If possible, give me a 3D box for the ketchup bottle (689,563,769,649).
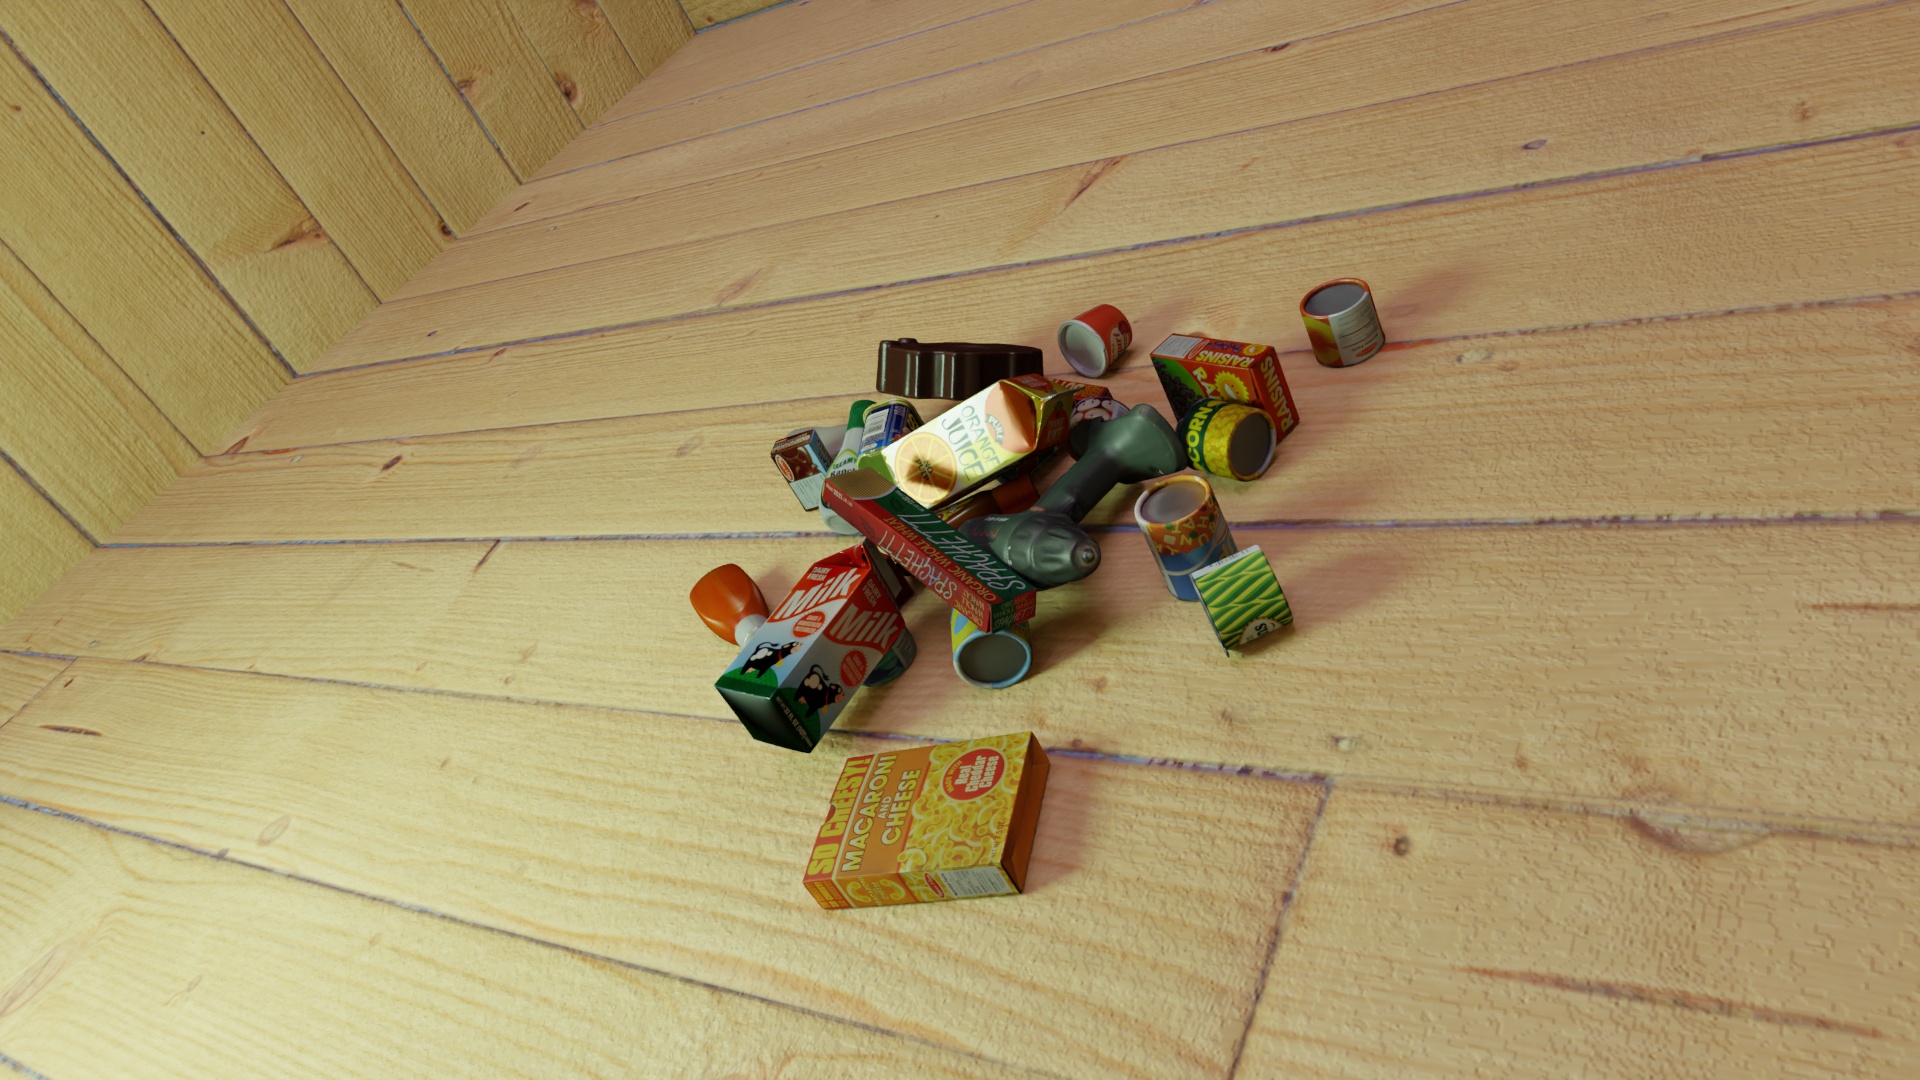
[{"bbox_3d":[-0.217,0.074,1.370,0.065,0.043,0.149,-37,34,-10],"label":"ketchup bottle"}]

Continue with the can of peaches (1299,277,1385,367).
[{"bbox_3d":[0.355,-0.205,1.301,0.071,0.058,0.071,-20,35,14],"label":"can of peaches"}]

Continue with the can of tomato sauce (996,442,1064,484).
[{"bbox_3d":[0.062,-0.105,1.376,0.083,0.071,0.071,-42,35,-19],"label":"can of tomato sauce"}]

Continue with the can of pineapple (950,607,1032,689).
[{"bbox_3d":[0.027,0.080,1.155,0.071,0.070,0.058,-22,34,12],"label":"can of pineapple"}]

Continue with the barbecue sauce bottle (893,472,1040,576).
[{"bbox_3d":[0.005,-0.017,1.322,0.148,0.043,0.065,-26,13,5],"label":"barbecue sauce bottle"}]

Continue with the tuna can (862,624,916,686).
[{"bbox_3d":[-0.077,0.098,1.242,0.071,0.032,0.071,-20,34,14],"label":"tuna can"}]

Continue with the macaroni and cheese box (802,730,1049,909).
[{"bbox_3d":[-0.025,0.210,1.044,0.166,0.040,0.124,-12,36,25],"label":"macaroni and cheese box"}]

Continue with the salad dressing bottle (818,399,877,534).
[{"bbox_3d":[-0.110,-0.079,1.459,0.064,0.044,0.148,-9,55,26],"label":"salad dressing bottle"}]

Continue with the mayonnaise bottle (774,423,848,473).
[{"bbox_3d":[-0.136,-0.102,1.551,0.148,0.041,0.065,-3,43,33],"label":"mayonnaise bottle"}]

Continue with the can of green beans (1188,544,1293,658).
[{"bbox_3d":[0.215,0.044,1.063,0.058,0.071,0.071,-24,33,7],"label":"can of green beans"}]

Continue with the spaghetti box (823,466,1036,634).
[{"bbox_3d":[-0.031,0.003,1.183,0.050,0.028,0.250,-18,37,-32],"label":"spaghetti box"}]

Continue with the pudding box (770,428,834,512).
[{"bbox_3d":[-0.162,-0.075,1.492,0.049,0.083,0.030,-17,34,20],"label":"pudding box"}]

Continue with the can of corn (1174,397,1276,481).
[{"bbox_3d":[0.234,-0.089,1.225,0.071,0.071,0.058,-44,36,-21],"label":"can of corn"}]

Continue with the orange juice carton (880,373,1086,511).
[{"bbox_3d":[0.027,-0.097,1.290,0.192,0.073,0.072,-28,-4,31],"label":"orange juice carton"}]

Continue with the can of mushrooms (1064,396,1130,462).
[{"bbox_3d":[0.131,-0.101,1.322,0.071,0.070,0.034,-10,39,28],"label":"can of mushrooms"}]

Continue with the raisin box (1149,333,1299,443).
[{"bbox_3d":[0.241,-0.141,1.275,0.040,0.085,0.123,-43,35,-23],"label":"raisin box"}]

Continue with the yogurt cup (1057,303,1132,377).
[{"bbox_3d":[0.145,-0.214,1.470,0.054,0.072,0.072,-38,33,-28],"label":"yogurt cup"}]

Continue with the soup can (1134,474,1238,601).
[{"bbox_3d":[0.189,-0.003,1.130,0.071,0.083,0.072,-20,34,14],"label":"soup can"}]

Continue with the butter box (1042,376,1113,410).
[{"bbox_3d":[0.115,-0.133,1.390,0.024,0.053,0.103,-47,36,-21],"label":"butter box"}]

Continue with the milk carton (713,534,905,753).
[{"bbox_3d":[-0.115,0.083,1.191,0.073,0.072,0.191,5,46,40],"label":"milk carton"}]
